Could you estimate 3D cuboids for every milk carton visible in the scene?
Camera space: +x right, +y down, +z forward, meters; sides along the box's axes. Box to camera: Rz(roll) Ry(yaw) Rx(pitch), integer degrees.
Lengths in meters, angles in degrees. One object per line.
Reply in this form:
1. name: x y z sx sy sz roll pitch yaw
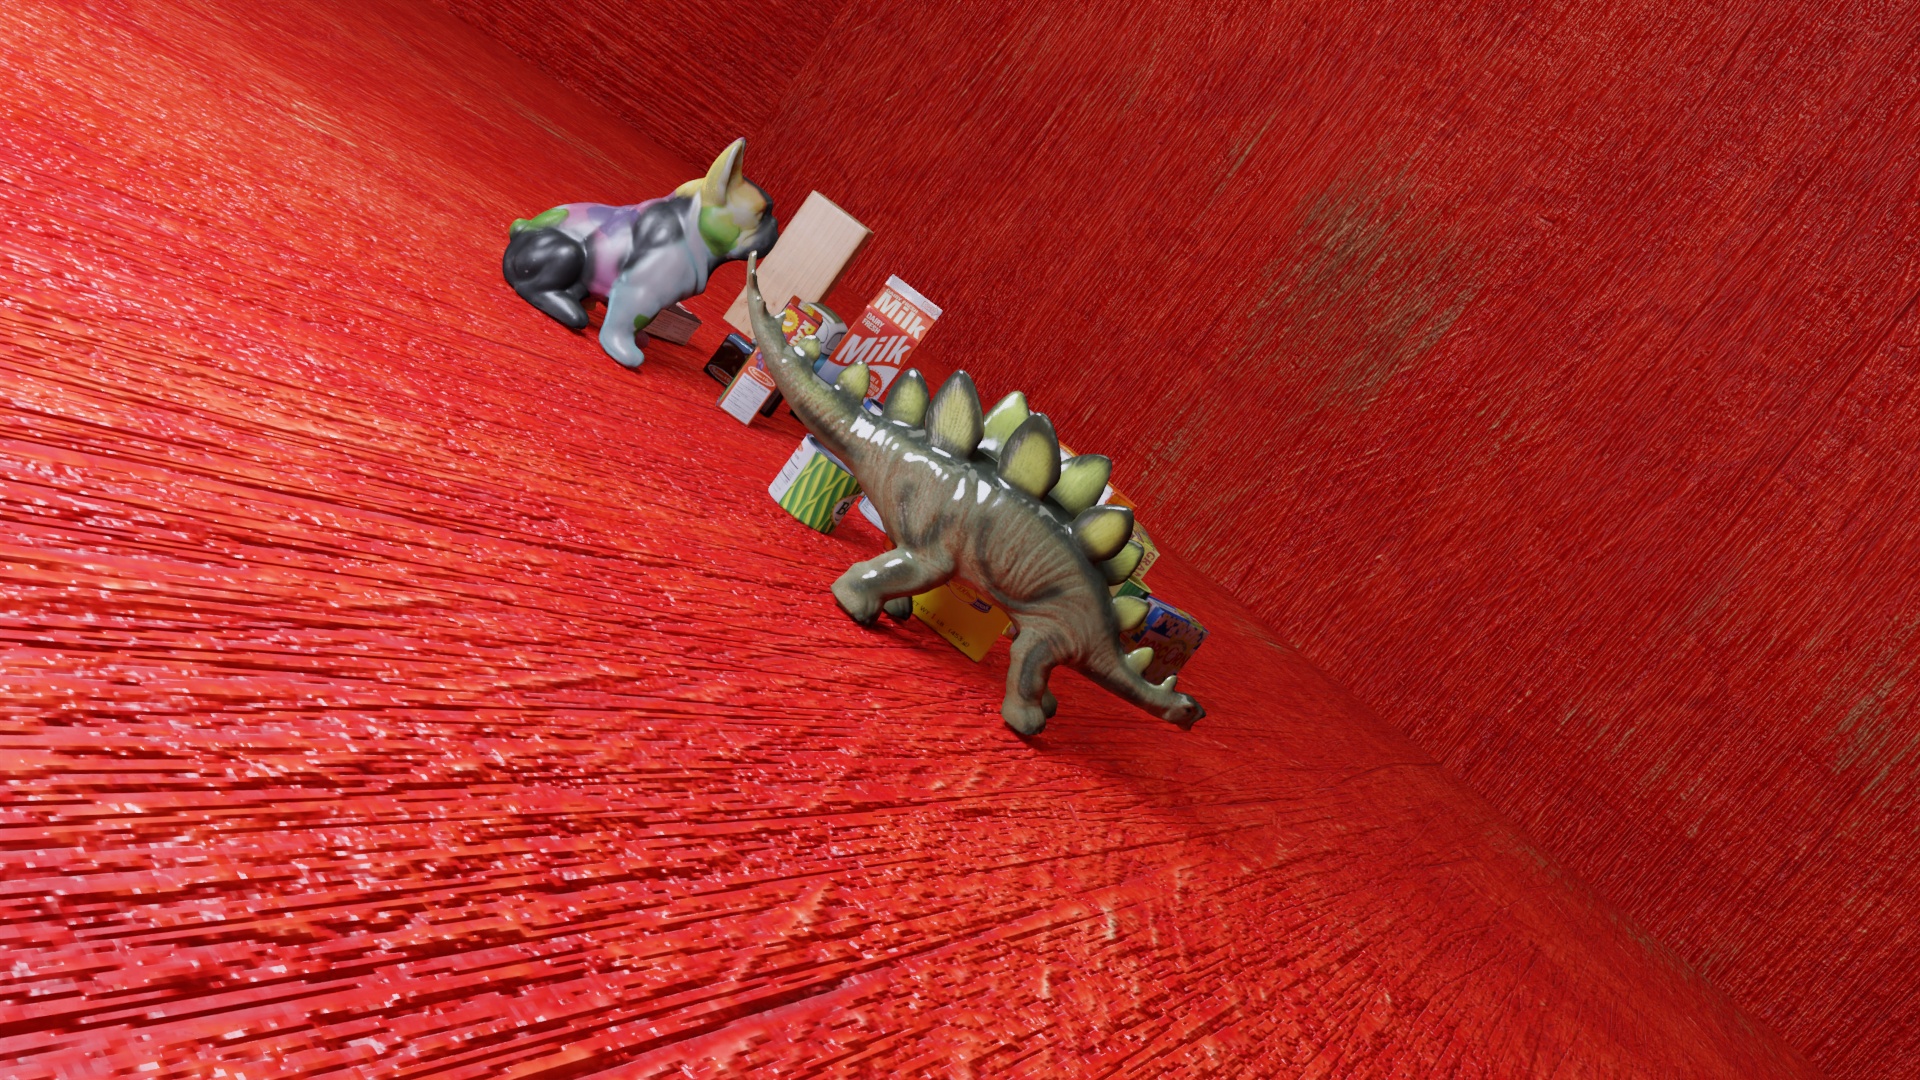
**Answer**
1. milk carton: -0.104 -0.200 1.552 0.072 0.190 0.073 36 9 -6

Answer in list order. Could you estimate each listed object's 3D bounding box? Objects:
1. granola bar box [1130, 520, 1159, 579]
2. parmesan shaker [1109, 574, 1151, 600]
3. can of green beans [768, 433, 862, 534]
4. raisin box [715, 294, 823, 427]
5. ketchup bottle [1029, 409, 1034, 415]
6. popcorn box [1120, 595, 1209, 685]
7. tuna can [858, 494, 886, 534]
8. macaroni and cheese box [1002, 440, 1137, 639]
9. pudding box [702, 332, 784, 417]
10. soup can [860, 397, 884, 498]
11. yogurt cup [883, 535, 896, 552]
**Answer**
1. granola bar box: 0.168 0.038 1.591 0.039 0.124 0.166 36 9 -5
2. parmesan shaker: 0.128 0.069 1.357 0.071 0.103 0.071 36 9 -7
3. can of green beans: -0.118 -0.047 1.162 0.071 0.057 0.071 36 9 -6
4. raisin box: -0.183 -0.175 1.346 0.040 0.123 0.086 35 9 -11
5. ketchup bottle: 0.043 -0.104 1.750 0.043 0.148 0.065 40 9 17
6. popcorn box: 0.208 0.110 1.505 0.038 0.085 0.126 43 11 34
7. tuna can: -0.063 -0.027 1.343 0.071 0.032 0.071 36 9 -6
8. macaroni and cheese box: 0.072 -0.002 1.304 0.040 0.166 0.124 29 12 -41
9. pudding box: -0.216 -0.172 1.435 0.084 0.049 0.030 36 9 -4
10. soup can: -0.090 -0.093 1.408 0.071 0.083 0.071 36 9 -7
11. yogurt cup: -0.034 -0.003 1.266 0.072 0.054 0.072 36 9 -6
